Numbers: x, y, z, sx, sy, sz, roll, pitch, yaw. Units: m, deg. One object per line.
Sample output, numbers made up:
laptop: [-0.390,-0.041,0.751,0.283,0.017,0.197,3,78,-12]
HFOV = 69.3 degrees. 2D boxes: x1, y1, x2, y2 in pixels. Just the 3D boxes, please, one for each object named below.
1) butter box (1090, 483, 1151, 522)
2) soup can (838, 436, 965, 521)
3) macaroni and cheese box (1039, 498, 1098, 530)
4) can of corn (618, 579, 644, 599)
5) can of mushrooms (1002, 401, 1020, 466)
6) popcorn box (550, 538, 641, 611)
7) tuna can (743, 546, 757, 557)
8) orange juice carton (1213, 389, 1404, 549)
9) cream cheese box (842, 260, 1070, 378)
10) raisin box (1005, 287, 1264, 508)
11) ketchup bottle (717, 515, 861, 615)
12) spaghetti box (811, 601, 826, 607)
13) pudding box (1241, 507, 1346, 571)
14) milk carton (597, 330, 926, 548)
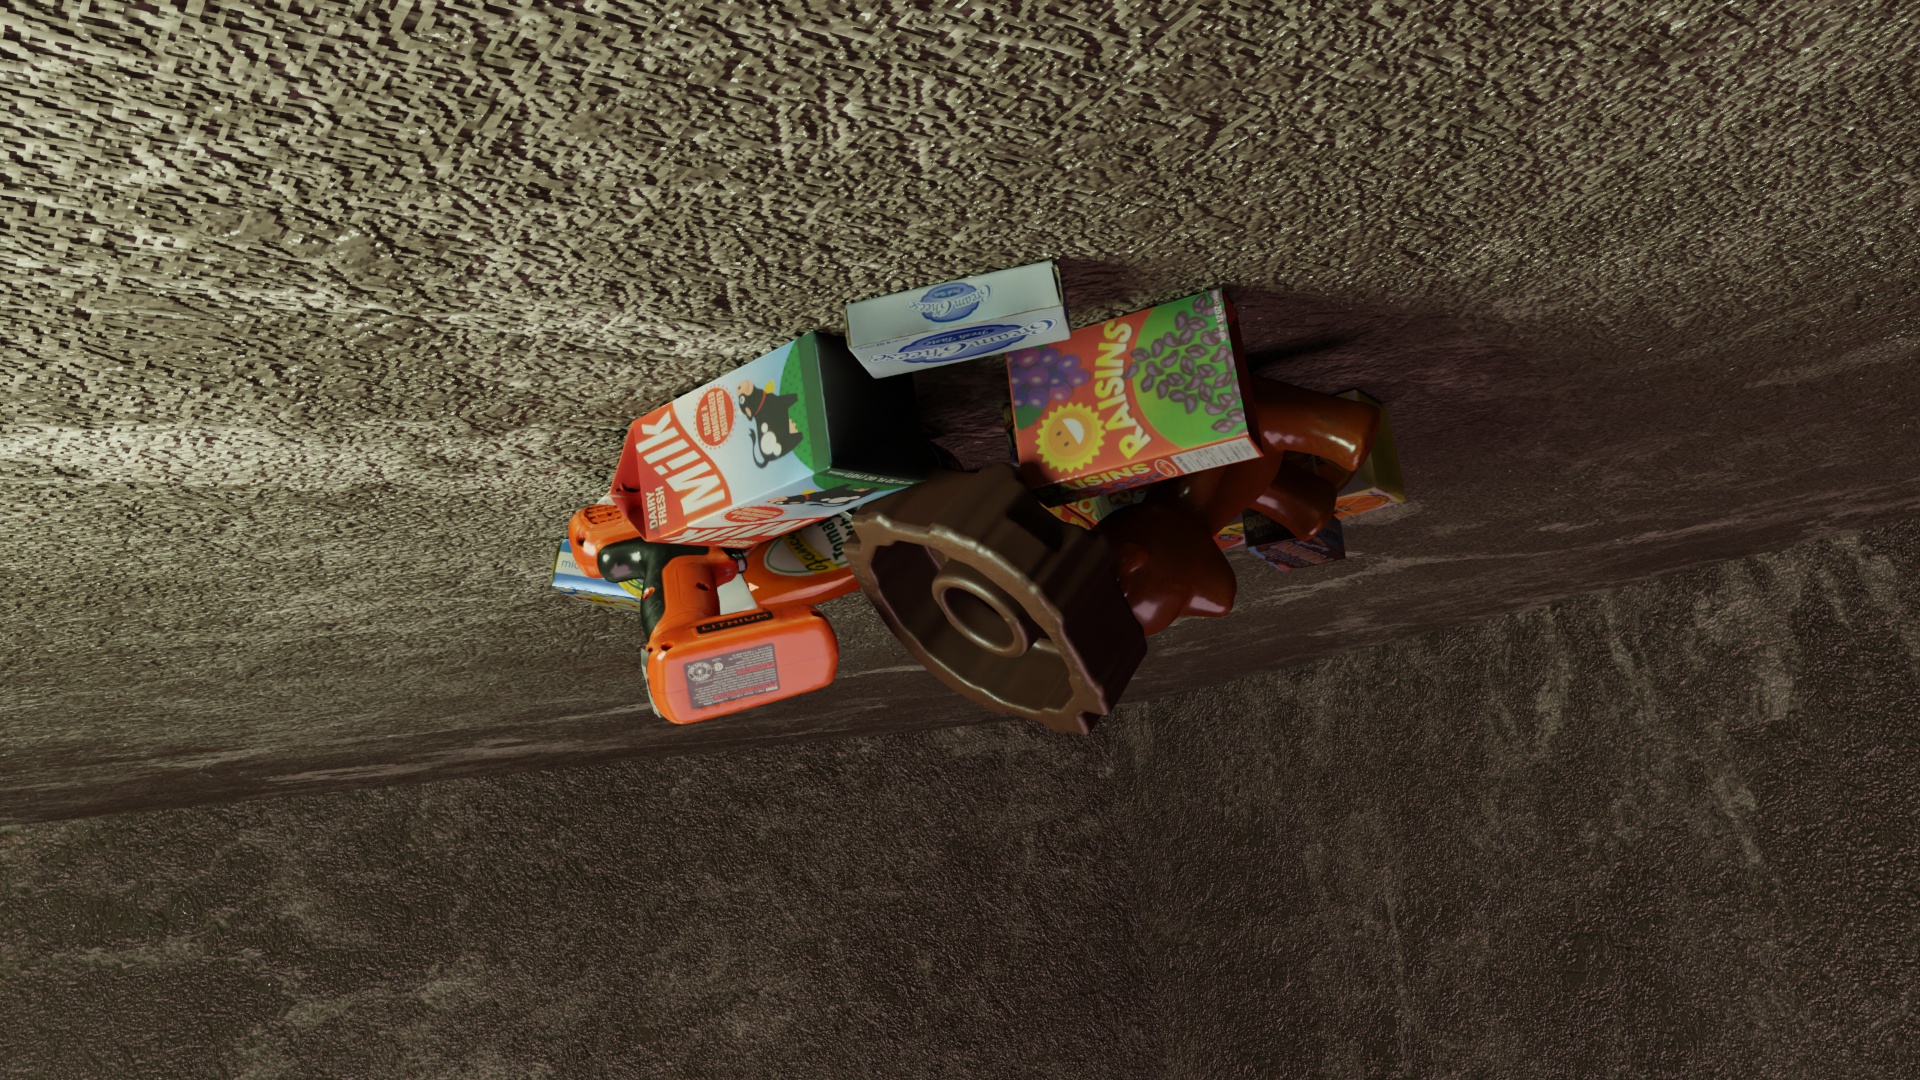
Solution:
butter box: [0.114,-0.031,0.923,0.053,0.104,0.024,-3,147,-23]
soup can: [-0.039,-0.034,0.867,0.071,0.071,0.084,-13,168,18]
macaroni and cheese box: [0.108,-0.005,1.024,0.124,0.040,0.166,33,172,8]
can of corn: [-0.202,0.007,0.936,0.071,0.071,0.058,-5,168,-19]
can of mushrooms: [0.059,-0.070,0.863,0.071,0.033,0.071,-9,169,-2]
popcorn box: [-0.229,0.032,1.034,0.127,0.038,0.085,8,168,4]
tuna can: [-0.148,0.019,1.041,0.033,0.071,0.071,-10,168,1]
orange juice carton: [0.215,-0.043,1.016,0.192,0.073,0.072,-16,165,31]
cream cheese box: [0.000,-0.106,0.671,0.104,0.024,0.053,-11,169,8]
raisin box: [0.091,-0.074,0.738,0.123,0.086,0.040,-14,161,20]
ketchup bottle: [-0.107,0.017,0.927,0.149,0.065,0.043,-26,152,-9]
spaghetti box: [-0.121,0.027,1.147,0.029,0.050,0.249,3,164,-38]
pudding box: [0.231,-0.004,0.959,0.049,0.030,0.083,-13,161,26]
milk carton: [-0.115,-0.044,0.756,0.190,0.073,0.072,-19,165,39]
